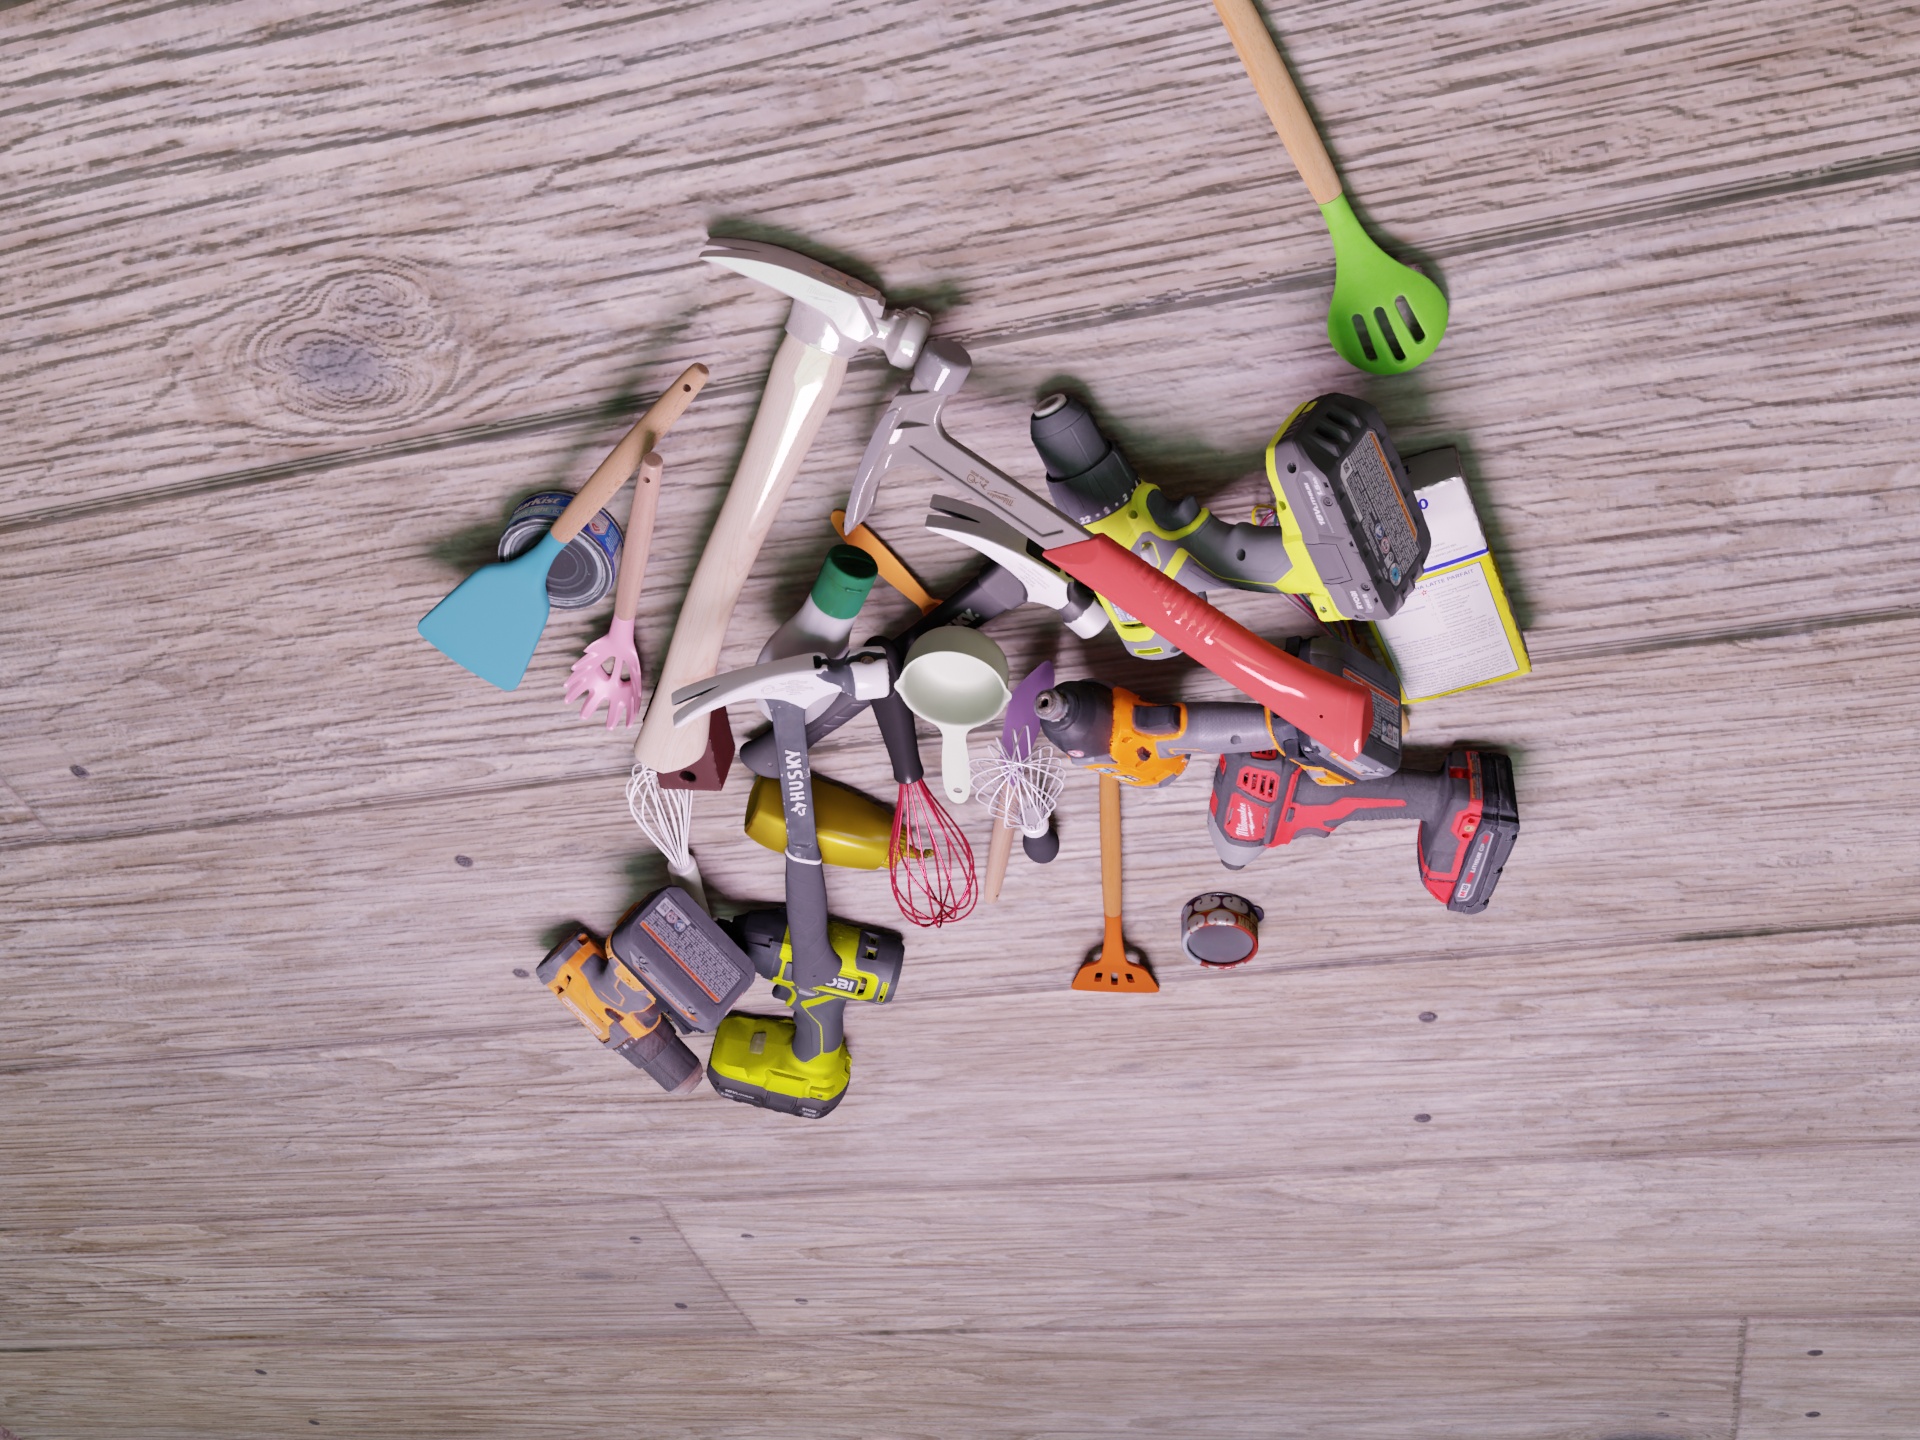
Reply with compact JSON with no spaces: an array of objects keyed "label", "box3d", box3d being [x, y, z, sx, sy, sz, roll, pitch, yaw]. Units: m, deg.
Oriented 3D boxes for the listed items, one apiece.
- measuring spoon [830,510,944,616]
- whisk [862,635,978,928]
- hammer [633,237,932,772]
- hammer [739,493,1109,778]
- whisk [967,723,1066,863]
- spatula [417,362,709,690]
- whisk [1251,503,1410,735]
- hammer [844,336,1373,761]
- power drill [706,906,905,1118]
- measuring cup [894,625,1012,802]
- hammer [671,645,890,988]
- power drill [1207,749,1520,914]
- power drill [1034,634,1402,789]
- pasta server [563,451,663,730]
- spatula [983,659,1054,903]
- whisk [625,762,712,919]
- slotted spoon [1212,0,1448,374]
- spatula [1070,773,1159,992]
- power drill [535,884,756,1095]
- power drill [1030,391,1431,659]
[{"label":"measuring spoon","box3d":[-0.050,-0.112,1.139,0.021,0.011,0.116,-29,120,35]},{"label":"whisk","box3d":[-0.037,0.055,1.212,0.073,0.073,0.295,-2,130,11]},{"label":"hammer","box3d":[-0.162,-0.125,1.086,0.146,0.038,0.410,21,125,-10]},{"label":"hammer","box3d":[-0.057,-0.043,1.174,0.146,0.035,0.334,36,132,-24]},{"label":"whisk","box3d":[0.053,0.067,1.196,0.070,0.070,0.284,1,163,8]},{"label":"spatula","box3d":[-0.260,-0.133,1.072,0.082,0.044,0.317,37,130,-19]},{"label":"whisk","box3d":[0.263,-0.069,1.113,0.047,0.051,0.244,-7,138,35]},{"label":"hammer","box3d":[0.096,-0.083,0.992,0.359,0.037,0.149,35,130,5]},{"label":"power drill","box3d":[-0.159,0.264,1.471,0.171,0.080,0.223,15,130,-5]},{"label":"measuring cup","box3d":[-0.002,-0.004,1.153,0.083,0.038,0.167,5,139,6]},{"label":"hammer","box3d":[-0.127,0.093,1.221,0.149,0.036,0.408,-6,141,-7]},{"label":"power drill","box3d":[0.300,0.075,1.219,0.219,0.079,0.143,9,133,5]},{"label":"power drill","box3d":[0.169,-0.001,1.096,0.226,0.084,0.164,-6,164,36]},{"label":"pasta server","box3d":[-0.238,-0.085,1.126,0.060,0.040,0.316,23,148,-5]},{"label":"spatula","box3d":[0.040,0.058,1.251,0.018,0.060,0.315,37,148,20]},{"label":"whisk","box3d":[-0.240,0.118,1.366,0.058,0.059,0.246,33,147,30]},{"label":"slotted spoon","box3d":[0.195,-0.315,0.894,0.070,0.031,0.313,-21,126,26]},{"label":"spatula","box3d":[0.128,0.137,1.341,0.081,0.041,0.322,1,129,8]},{"label":"power drill","box3d":[-0.268,0.249,1.417,0.185,0.084,0.226,48,141,-9]},{"label":"power drill","box3d":[0.157,-0.132,0.998,0.228,0.080,0.190,-2,129,46]}]
